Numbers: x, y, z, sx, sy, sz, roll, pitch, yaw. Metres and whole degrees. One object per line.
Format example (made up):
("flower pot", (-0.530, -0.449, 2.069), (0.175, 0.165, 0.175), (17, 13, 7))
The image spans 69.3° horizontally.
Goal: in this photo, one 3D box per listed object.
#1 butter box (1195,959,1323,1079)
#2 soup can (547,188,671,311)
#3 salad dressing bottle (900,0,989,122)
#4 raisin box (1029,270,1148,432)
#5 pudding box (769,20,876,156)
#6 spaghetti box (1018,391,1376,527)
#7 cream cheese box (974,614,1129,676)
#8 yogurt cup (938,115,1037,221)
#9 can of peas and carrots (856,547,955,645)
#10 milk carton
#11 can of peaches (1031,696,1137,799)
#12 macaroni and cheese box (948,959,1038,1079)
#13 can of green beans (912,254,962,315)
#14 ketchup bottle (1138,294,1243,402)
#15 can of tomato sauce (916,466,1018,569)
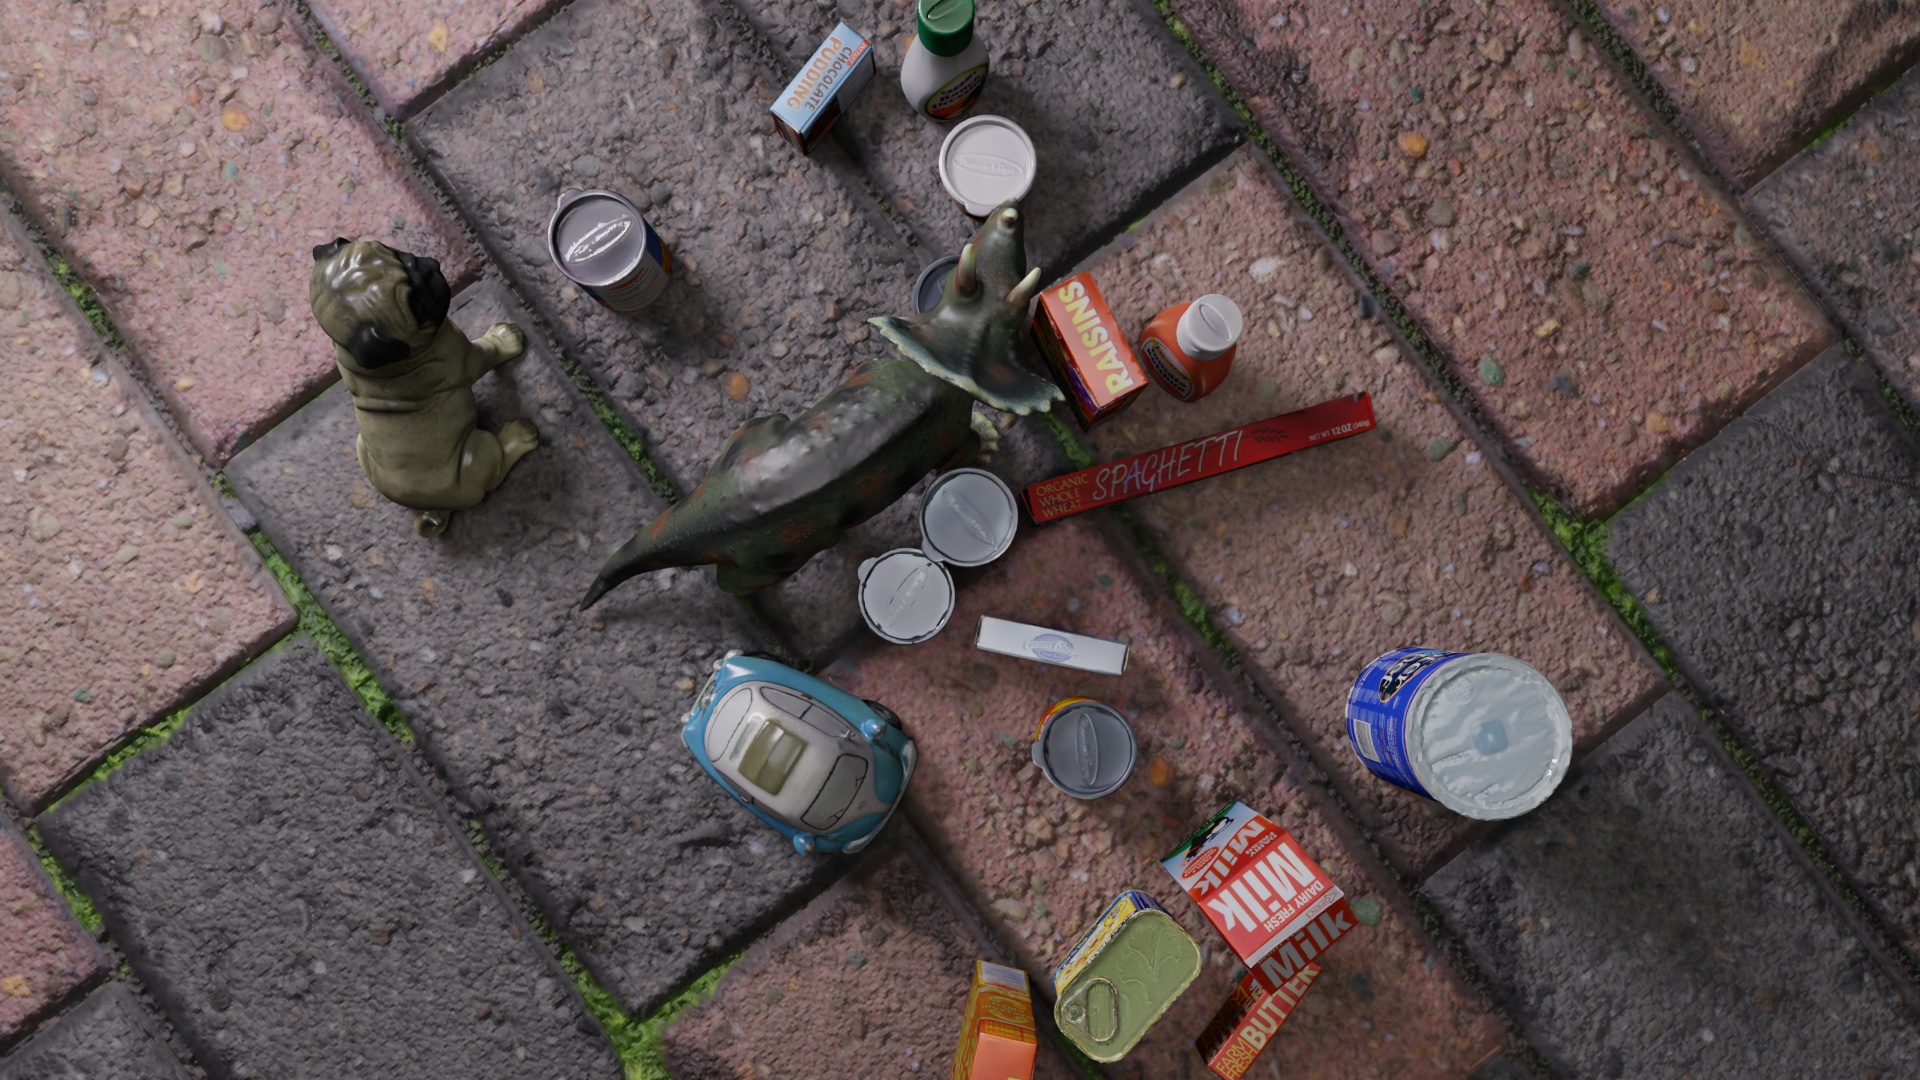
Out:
("butter box", (0.204, 0.319, 0.952), (0.024, 0.053, 0.103), (38, 87, 1))
("soup can", (-0.242, -0.201, 0.962), (0.071, 0.083, 0.071), (0, 87, 0))
("salad dressing bottle", (-0.010, -0.330, 0.939), (0.064, 0.147, 0.044), (-31, 88, -2))
("raisin box", (0.084, -0.125, 0.941), (0.040, 0.123, 0.086), (-27, 88, -1))
("pudding box", (-0.097, -0.320, 0.987), (0.030, 0.049, 0.084), (38, 87, 1))
("spaghetti box", (0.163, -0.056, 0.974), (0.250, 0.050, 0.028), (-16, 87, -1))
("cream cheese box", (0.062, 0.072, 0.964), (0.104, 0.053, 0.024), (11, 87, 0))
("yogurt cup", (0.019, -0.259, 0.983), (0.072, 0.054, 0.072), (0, 87, 0))
("can of peas and carrots", (-0.039, 0.037, 0.963), (0.071, 0.058, 0.071), (0, 87, 0))
("milk carton", (0.191, 0.227, 0.888), (0.072, 0.190, 0.073), (-38, 88, -2))
("can of peaches", (0.083, 0.142, 0.958), (0.071, 0.058, 0.071), (0, 87, 0))
("macaroni and cheese box", (0.016, 0.354, 0.891), (0.040, 0.166, 0.123), (13, 87, 0))
("can of green beans", (0.000, -0.161, 0.975), (0.071, 0.058, 0.071), (0, 87, 0))
("ketchup bottle", (0.157, -0.132, 0.929), (0.043, 0.149, 0.065), (-40, 88, -2))
("can of tomato sauce", (0.003, -0.012, 0.954), (0.071, 0.083, 0.071), (0, 87, 0))
